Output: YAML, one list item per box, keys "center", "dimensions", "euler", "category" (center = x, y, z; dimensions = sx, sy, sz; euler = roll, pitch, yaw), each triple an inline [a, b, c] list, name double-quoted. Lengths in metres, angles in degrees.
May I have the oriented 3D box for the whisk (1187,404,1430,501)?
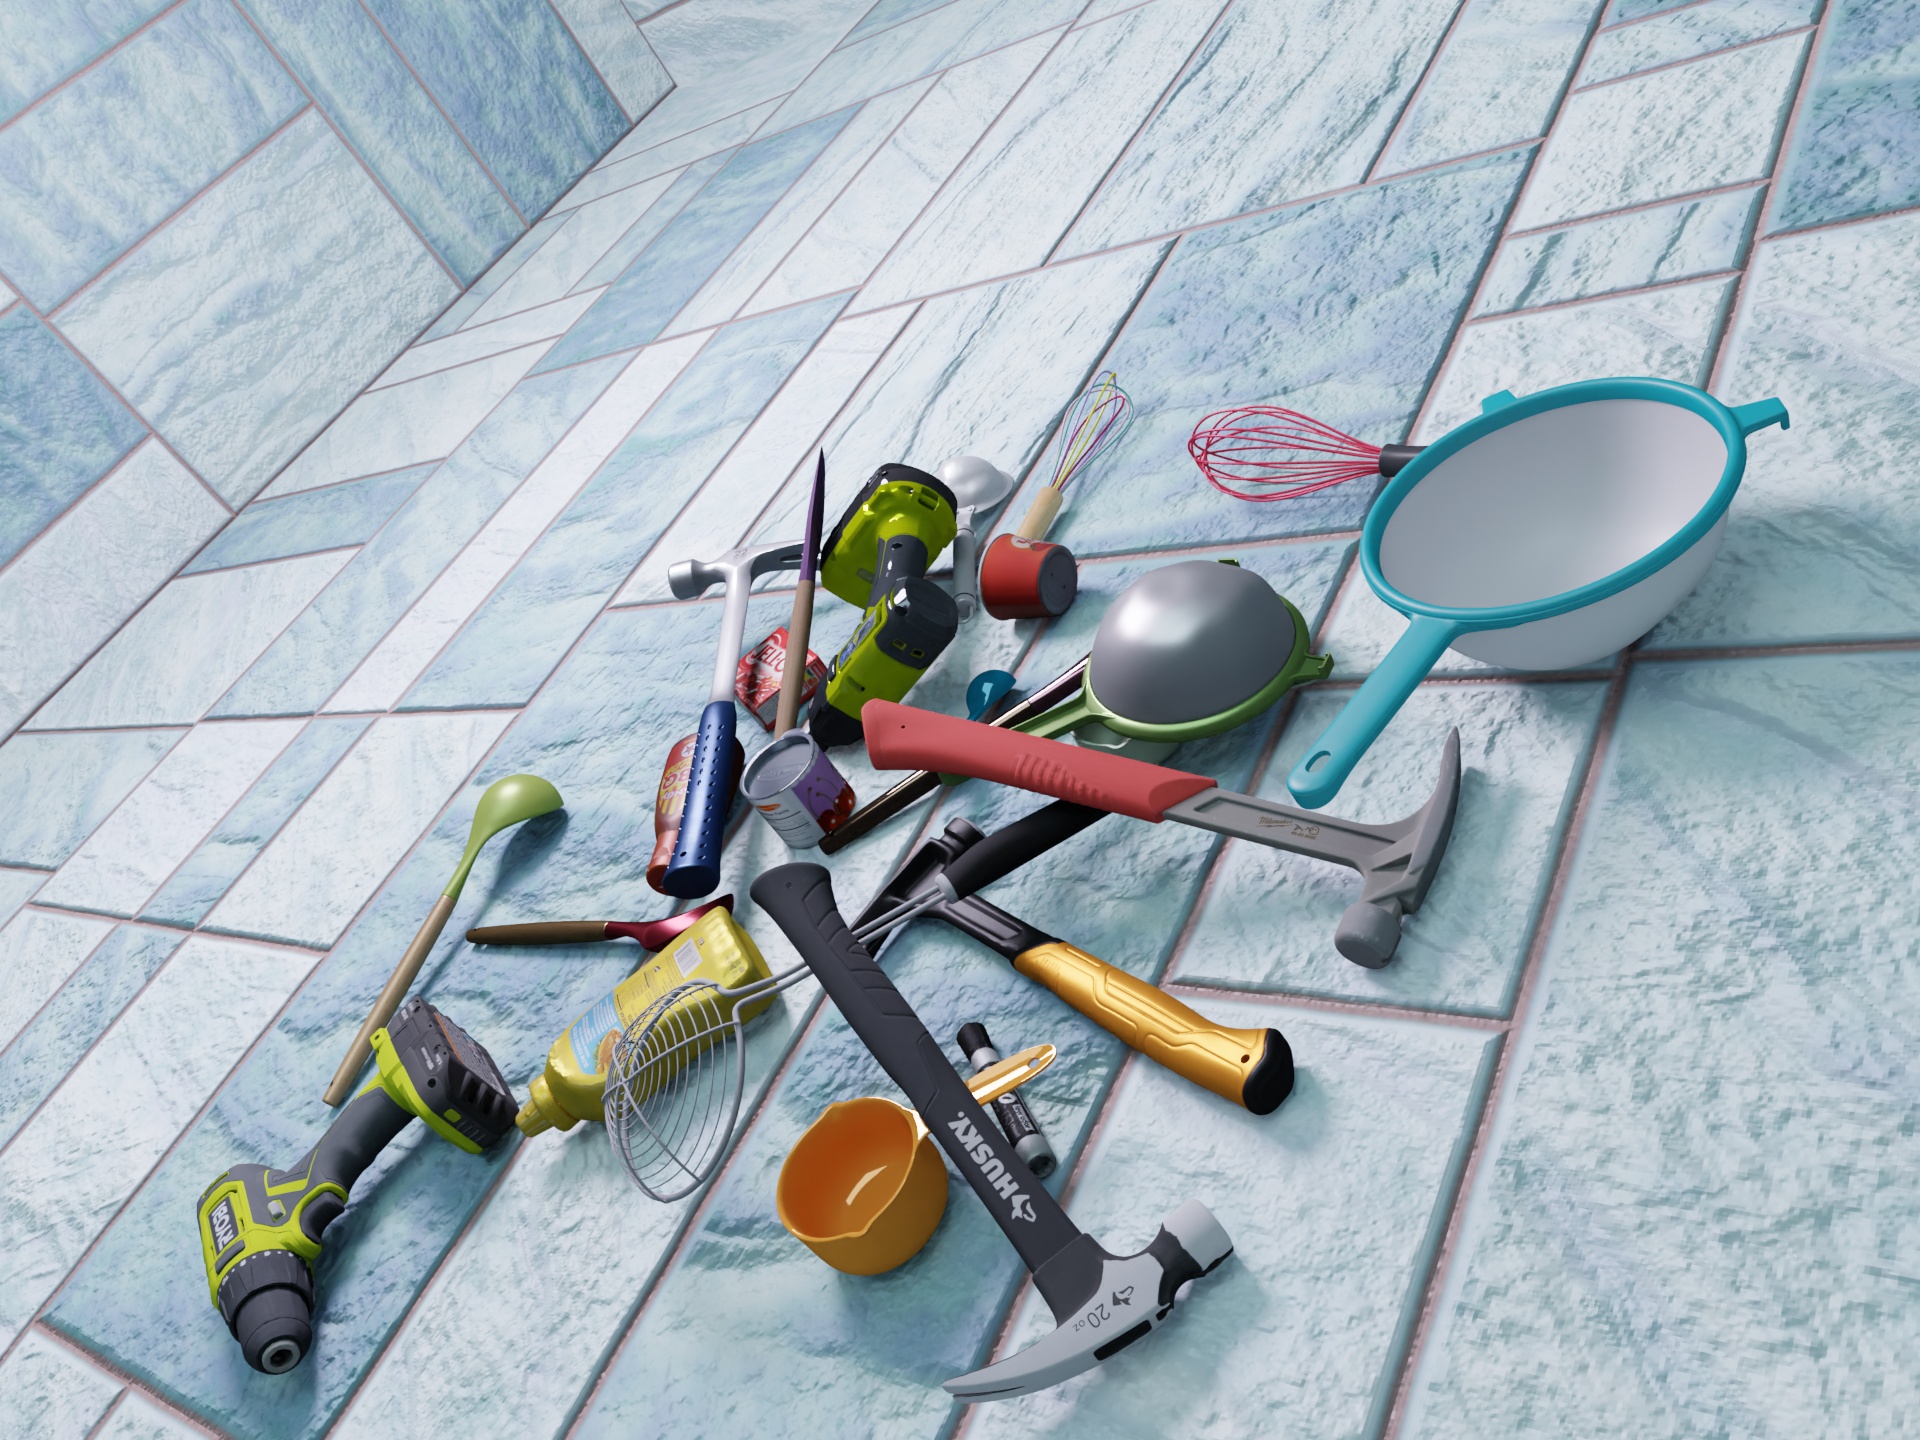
- center: [0.283, -0.183, 1.118]
  dimensions: [0.296, 0.073, 0.073]
  euler: [13, 56, 43]
  category: "whisk"

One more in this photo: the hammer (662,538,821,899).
- center: [-0.187, -0.018, 1.278]
  dimensions: [0.144, 0.035, 0.406]
  euler: [-13, 40, 10]
  category: "hammer"

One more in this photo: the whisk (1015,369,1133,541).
- center: [0.086, -0.202, 1.338]
  dimensions: [0.047, 0.051, 0.245]
  euler: [-24, 33, 56]
  category: "whisk"

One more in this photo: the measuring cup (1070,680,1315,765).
- center: [0.153, -0.005, 1.031]
  dimensions: [0.167, 0.038, 0.083]
  euler: [-10, 39, 19]
  category: "measuring cup"

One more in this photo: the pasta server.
- center: [0.033, 0.010, 1.126]
  dimensions: [0.316, 0.040, 0.060]
  euler: [-34, 33, 10]
  category: "pasta server"

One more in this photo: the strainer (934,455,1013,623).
- center: [0.003, -0.165, 1.362]
  dimensions: [0.087, 0.050, 0.259]
  euler: [-11, 41, 9]
  category: "strainer"

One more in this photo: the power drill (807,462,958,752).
- center: [-0.067, -0.089, 1.267]
  dimensions: [0.171, 0.080, 0.223]
  euler: [-48, 25, 34]
  category: "power drill"

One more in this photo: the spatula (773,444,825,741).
- center: [-0.129, -0.089, 1.301]
  dimensions: [0.018, 0.059, 0.316]
  euler: [4, 60, 1]
  category: "spatula"

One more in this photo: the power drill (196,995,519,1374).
- center: [-0.421, 0.319, 1.098]
  dimensions: [0.228, 0.080, 0.191]
  euler: [-45, 34, -10]
  category: "power drill"

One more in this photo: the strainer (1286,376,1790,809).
- center: [0.304, -0.053, 0.895]
  dimensions: [0.340, 0.095, 0.211]
  euler: [-47, 33, -17]
  category: "strainer"

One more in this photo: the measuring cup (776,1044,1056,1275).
- center: [-0.014, 0.234, 0.862]
  dimensions: [0.173, 0.052, 0.095]
  euler: [-31, 33, 3]
  category: "measuring cup"

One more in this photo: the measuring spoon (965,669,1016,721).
- center: [-0.002, -0.004, 1.139]
  dimensions: [0.042, 0.021, 0.129]
  euler: [-30, 10, 42]
  category: "measuring spoon"

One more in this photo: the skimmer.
- center: [-0.053, 0.151, 0.954]
  dimensions: [0.363, 0.090, 0.127]
  euler: [-29, 37, -12]
  category: "skimmer"

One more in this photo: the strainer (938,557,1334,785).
- center: [0.094, -0.037, 1.012]
  dimensions: [0.256, 0.069, 0.152]
  euler: [-25, 36, -3]
  category: "strainer"

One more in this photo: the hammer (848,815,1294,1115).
- center: [0.056, 0.150, 0.919]
  dimensions: [0.127, 0.034, 0.337]
  euler: [-46, 34, -17]
  category: "hammer"

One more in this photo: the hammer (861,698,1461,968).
- center: [0.102, 0.032, 0.932]
  dimensions: [0.359, 0.036, 0.149]
  euler: [14, 56, 28]
  category: "hammer"

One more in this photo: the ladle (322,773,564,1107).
- center: [-0.429, 0.178, 1.324]
  dimensions: [0.078, 0.062, 0.320]
  euler: [-12, 46, 47]
  category: "ladle"

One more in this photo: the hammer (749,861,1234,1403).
- center: [-0.021, 0.192, 0.829]
  dimensions: [0.146, 0.035, 0.335]
  euler: [-36, 53, -10]
  category: "hammer"

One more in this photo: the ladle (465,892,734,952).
- center: [-0.284, 0.161, 1.216]
  dimensions: [0.315, 0.031, 0.069]
  euler: [-8, 18, 39]
  category: "ladle"
